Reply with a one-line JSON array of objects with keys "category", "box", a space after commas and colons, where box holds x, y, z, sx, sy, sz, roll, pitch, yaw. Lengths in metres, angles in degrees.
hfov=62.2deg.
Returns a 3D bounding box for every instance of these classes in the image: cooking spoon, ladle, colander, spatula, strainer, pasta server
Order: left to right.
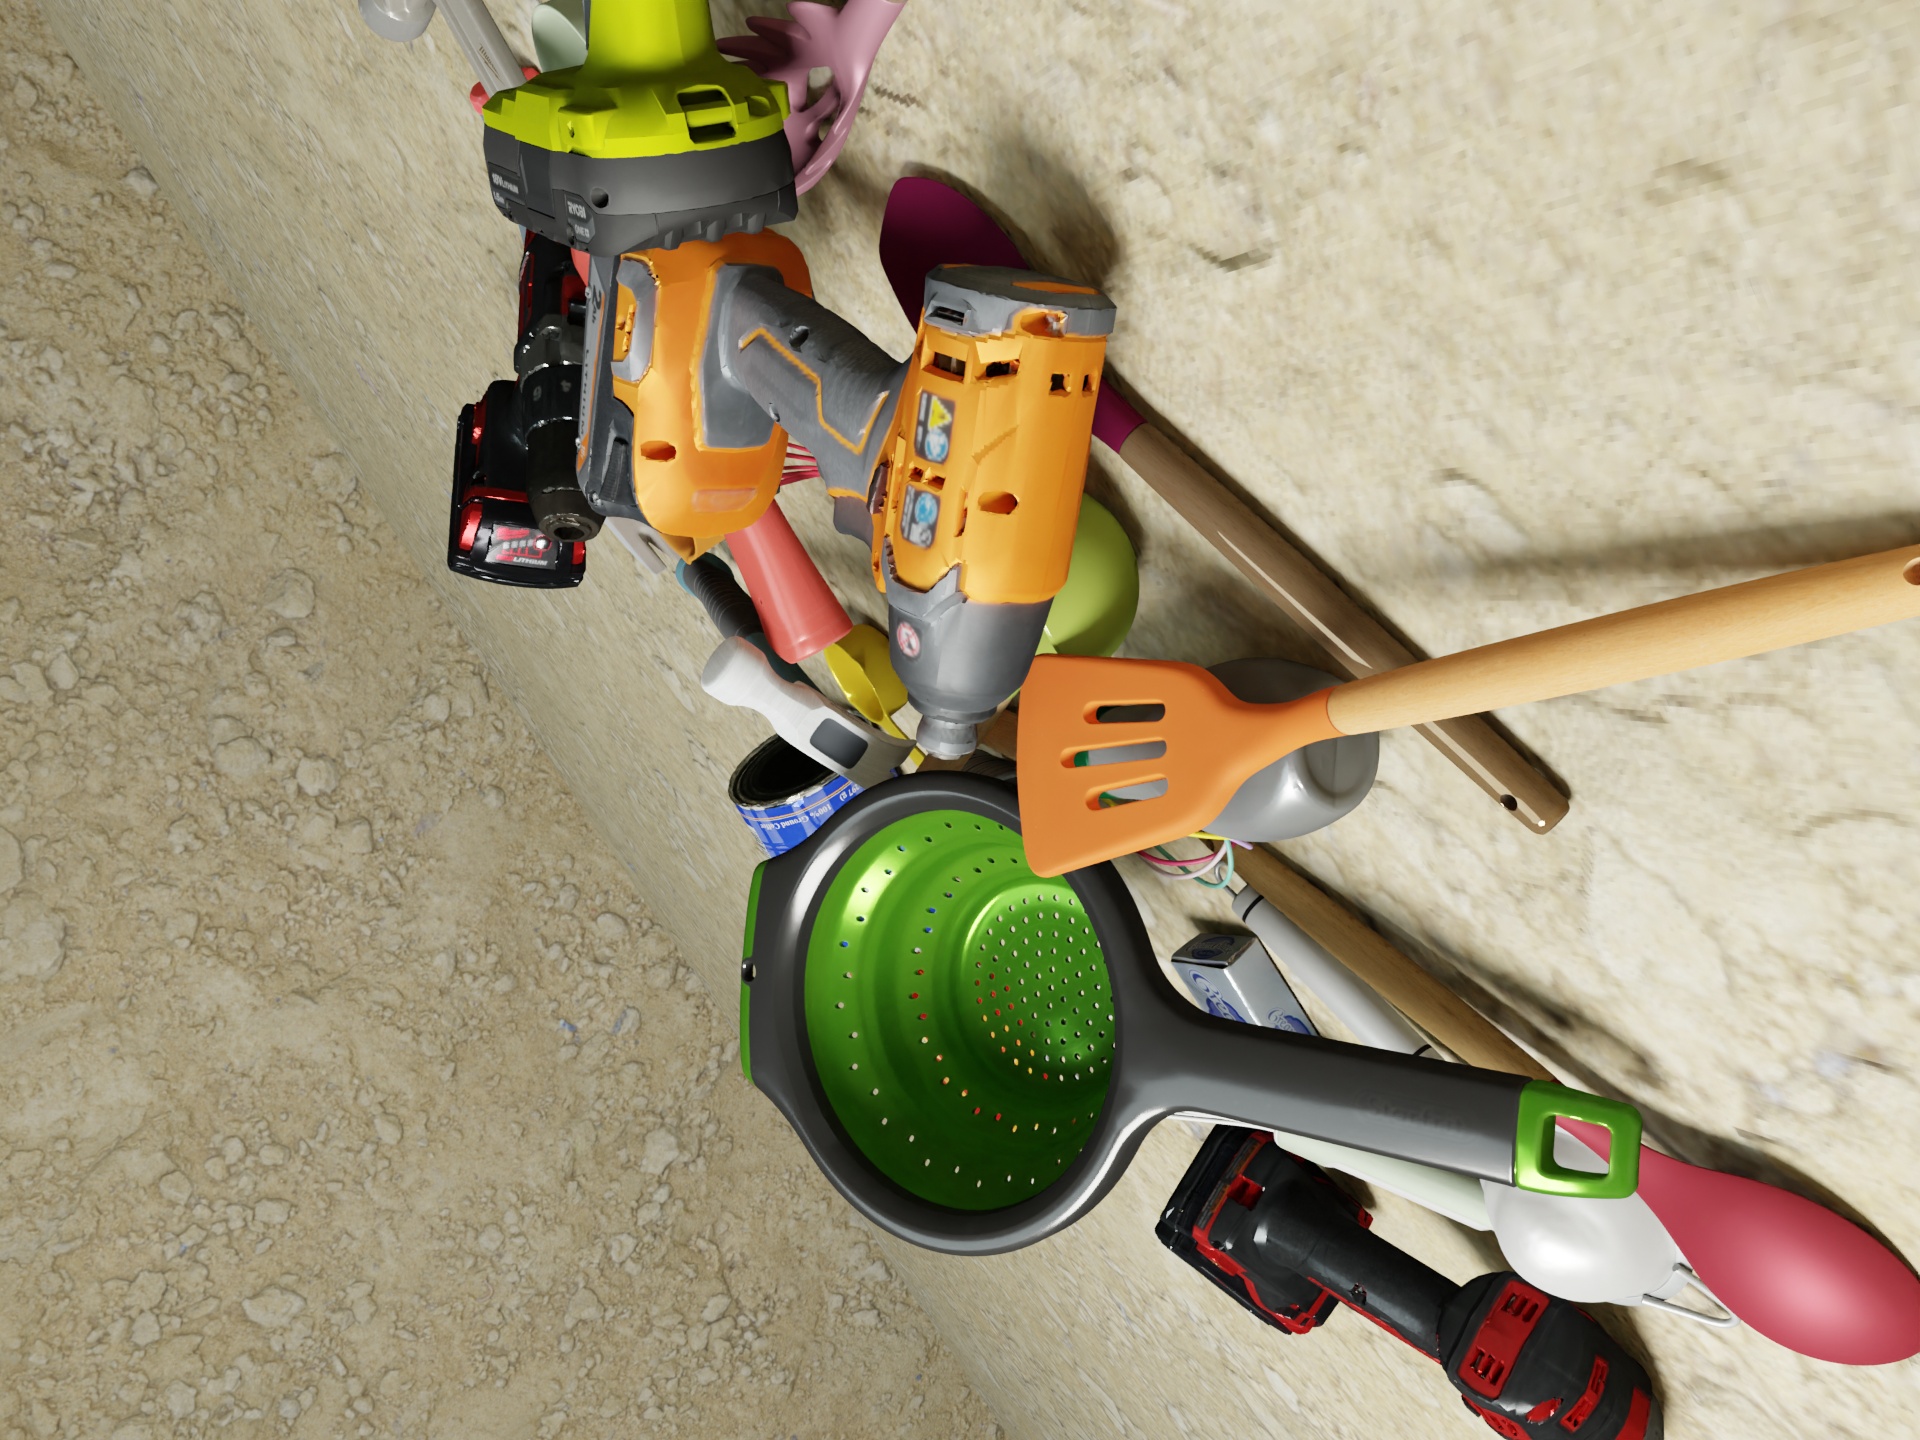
[{"category": "pasta server", "box": [-0.018, -0.229, 0.466, 0.316, 0.040, 0.060, -9, 104, 68]}, {"category": "ladle", "box": [-0.001, -0.002, 0.706, 0.078, 0.062, 0.320, 69, 154, 18]}, {"category": "colander", "box": [0.081, 0.129, 0.661, 0.397, 0.094, 0.204, 5, 91, 37]}, {"category": "cooking spoon", "box": [0.076, -0.078, 0.532, 0.319, 0.017, 0.068, 47, 145, 20]}, {"category": "spatula", "box": [0.118, -0.007, 0.444, 0.322, 0.041, 0.081, -18, 70, 59]}, {"category": "strainer", "box": [0.187, 0.146, 0.630, 0.259, 0.050, 0.086, 47, 145, 30]}, {"category": "ladle", "box": [0.194, 0.119, 0.584, 0.316, 0.031, 0.069, 40, 147, 41]}]

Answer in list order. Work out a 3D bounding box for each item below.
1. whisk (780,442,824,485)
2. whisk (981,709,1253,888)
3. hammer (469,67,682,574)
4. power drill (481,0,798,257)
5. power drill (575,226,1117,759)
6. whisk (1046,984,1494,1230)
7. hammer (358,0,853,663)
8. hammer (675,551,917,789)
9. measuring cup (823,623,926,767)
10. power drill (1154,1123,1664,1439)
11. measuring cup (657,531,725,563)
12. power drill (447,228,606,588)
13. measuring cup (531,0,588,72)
[{"category": "whisk", "box": [-0.068, -0.126, 0.742, 0.296, 0.073, 0.073, 25, 146, 47]}, {"category": "whisk", "box": [0.060, 0.024, 0.722, 0.245, 0.047, 0.051, 26, 144, 63]}, {"category": "hammer", "box": [-0.235, -0.233, 0.981, 0.143, 0.038, 0.386, 47, 160, 15]}, {"category": "power drill", "box": [-0.123, -0.279, 0.519, 0.171, 0.080, 0.223, 34, 136, 47]}, {"category": "power drill", "box": [-0.049, -0.092, 0.576, 0.227, 0.084, 0.164, 27, 117, 40]}, {"category": "whisk", "box": [0.140, 0.177, 0.713, 0.246, 0.059, 0.057, 17, 172, 35]}, {"category": "hammer", "box": [-0.143, -0.189, 0.690, 0.149, 0.037, 0.359, -9, 113, 58]}, {"category": "hammer", "box": [-0.112, -0.043, 0.883, 0.128, 0.033, 0.331, 35, -176, -27]}, {"category": "measuring cup", "box": [-0.019, 0.008, 0.903, 0.156, 0.029, 0.062, 49, 161, 8]}, {"category": "power drill", "box": [0.206, 0.267, 0.719, 0.143, 0.078, 0.220, 45, 164, -33]}, {"category": "measuring cup", "box": [-0.137, -0.133, 0.902, 0.174, 0.052, 0.095, 25, 146, 52]}, {"category": "power drill", "box": [-0.227, -0.150, 0.876, 0.226, 0.080, 0.188, 138, 133, -58]}, {"category": "measuring cup", "box": [-0.129, -0.244, 0.709, 0.167, 0.038, 0.083, 59, 161, -21]}]
